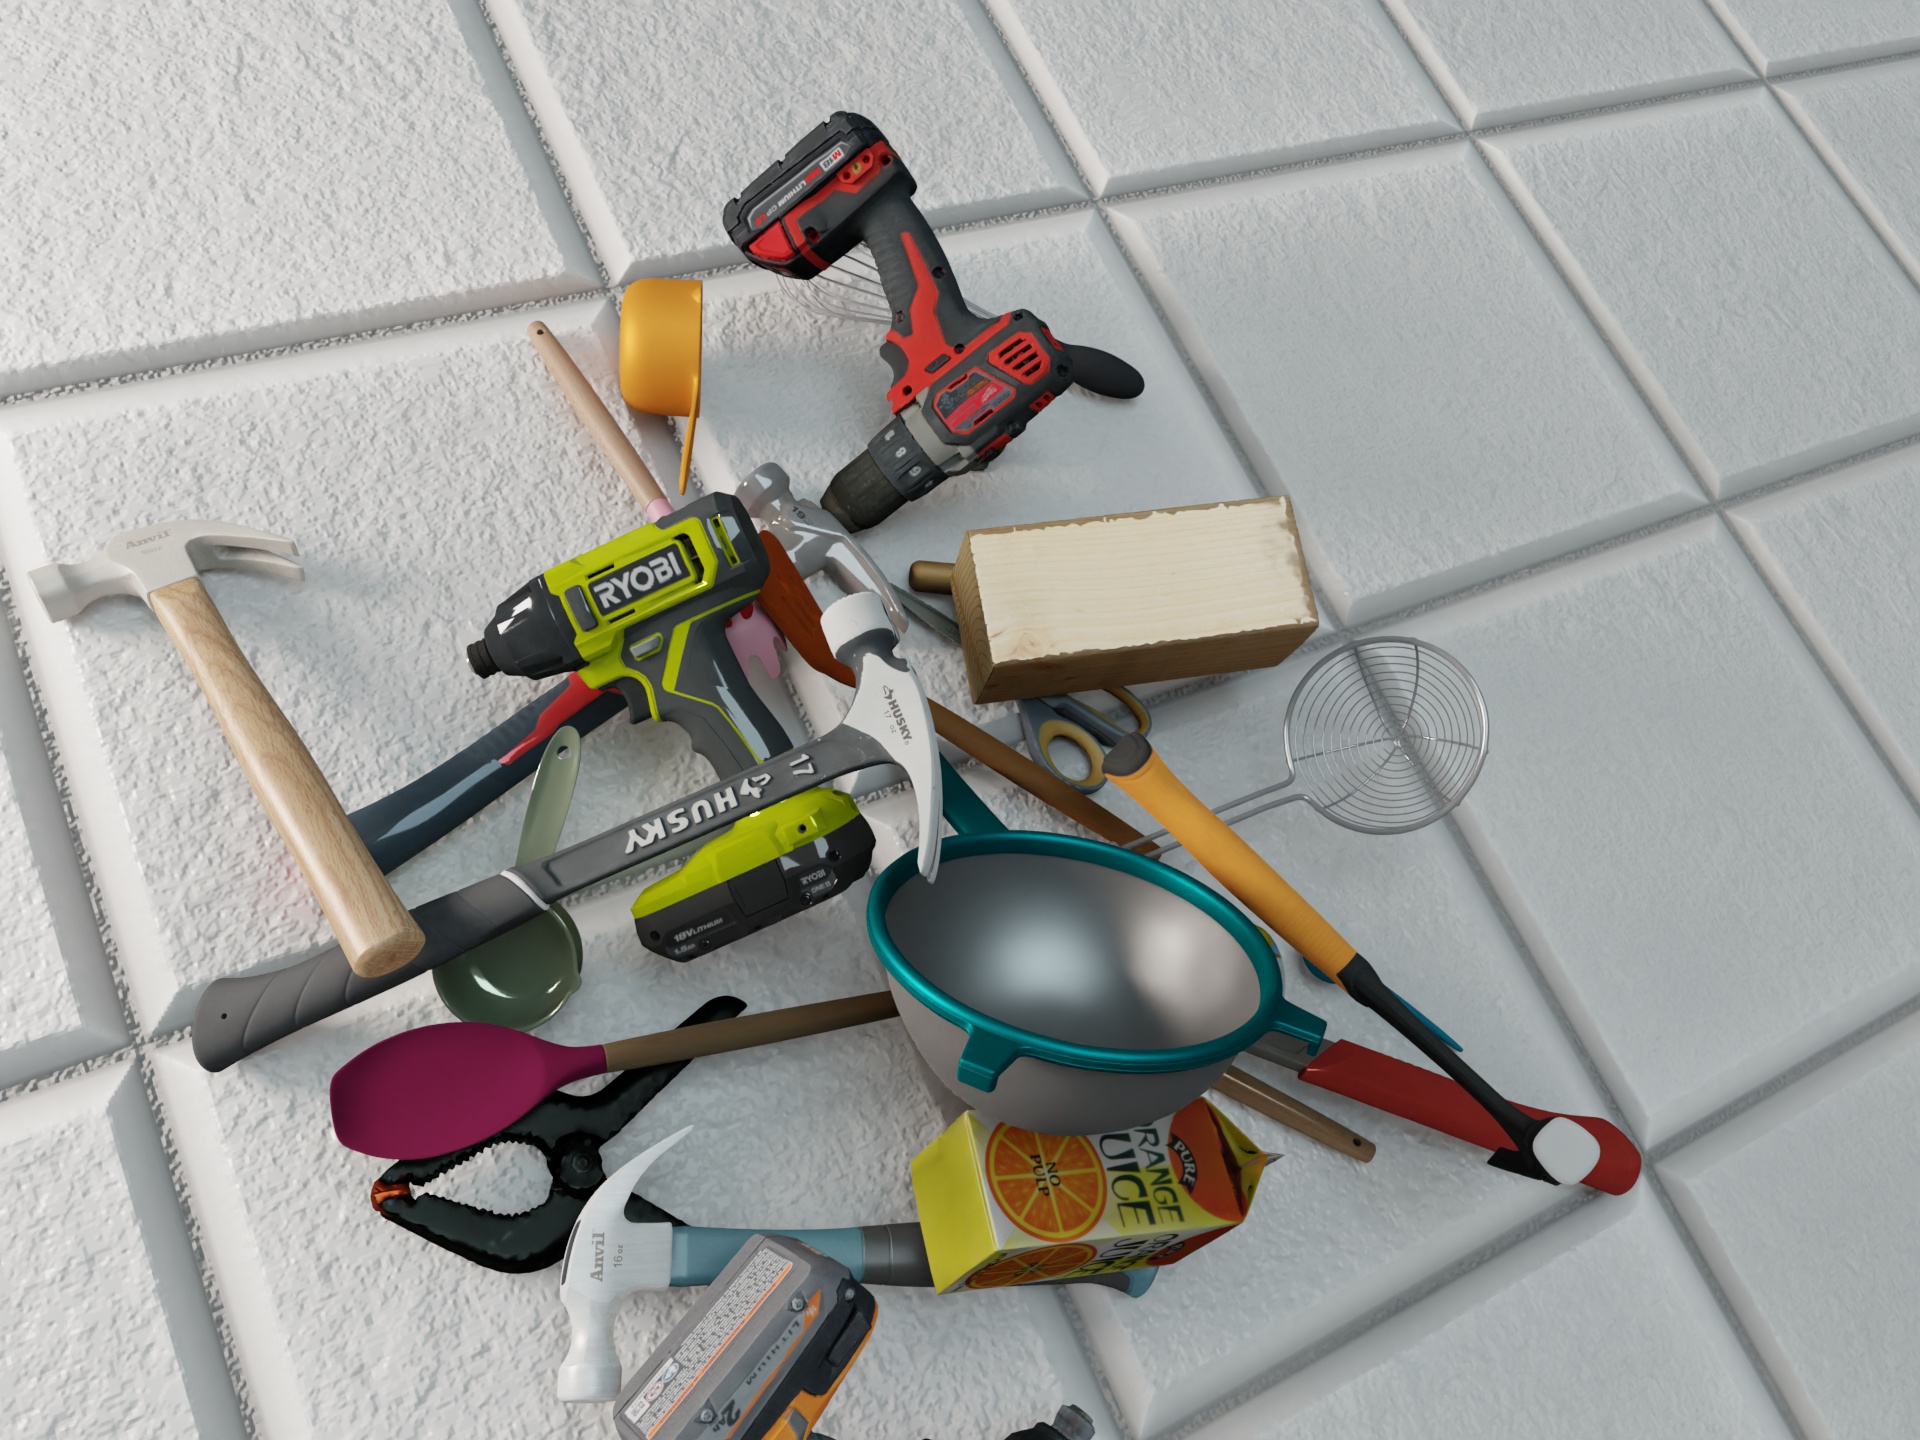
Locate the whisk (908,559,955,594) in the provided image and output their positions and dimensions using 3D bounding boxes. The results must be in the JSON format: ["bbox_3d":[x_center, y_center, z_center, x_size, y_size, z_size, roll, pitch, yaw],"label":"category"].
[{"bbox_3d":[0.086,-0.082,1.069,0.245,0.047,0.051,4,56,-11],"label":"whisk"}]

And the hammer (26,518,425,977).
[{"bbox_3d":[-0.367,0.004,0.835,0.130,0.031,0.332,-28,59,-27],"label":"hammer"}]

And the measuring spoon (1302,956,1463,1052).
[{"bbox_3d":[0.265,0.179,1.011,0.128,0.042,0.021,37,97,-7],"label":"measuring spoon"}]

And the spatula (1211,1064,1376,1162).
[{"bbox_3d":[0.111,0.188,0.958,0.316,0.018,0.060,28,59,-2],"label":"spatula"}]

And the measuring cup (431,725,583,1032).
[{"bbox_3d":[-0.228,0.083,0.851,0.083,0.038,0.167,16,91,-4],"label":"measuring cup"}]

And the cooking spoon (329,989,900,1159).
[{"bbox_3d":[-0.163,0.175,0.841,0.318,0.017,0.069,-7,58,-23],"label":"cooking spoon"}]

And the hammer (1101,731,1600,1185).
[{"bbox_3d":[0.210,0.132,0.910,0.337,0.127,0.034,44,84,11],"label":"hammer"}]

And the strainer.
[{"bbox_3d":[0.026,0.119,0.866,0.211,0.095,0.341,-1,24,-24],"label":"strainer"}]

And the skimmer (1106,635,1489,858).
[{"bbox_3d":[0.155,0.052,0.970,0.363,0.090,0.127,-20,70,-20],"label":"skimmer"}]

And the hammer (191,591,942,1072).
[{"bbox_3d":[-0.199,0.082,0.800,0.409,0.036,0.149,-24,70,3],"label":"hammer"}]

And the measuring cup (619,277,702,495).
[{"bbox_3d":[-0.191,-0.207,1.000,0.052,0.095,0.174,3,53,-8],"label":"measuring cup"}]

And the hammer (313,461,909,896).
[{"bbox_3d":[-0.204,-0.006,0.940,0.143,0.038,0.386,47,61,6],"label":"hammer"}]

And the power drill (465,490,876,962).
[{"bbox_3d":[-0.156,0.009,0.872,0.171,0.080,0.223,-24,93,5],"label":"power drill"}]

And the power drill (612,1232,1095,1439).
[{"bbox_3d":[-0.036,0.351,0.760,0.164,0.084,0.226,-47,110,-24],"label":"power drill"}]

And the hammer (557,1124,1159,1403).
[{"bbox_3d":[-0.041,0.282,0.834,0.330,0.033,0.128,7,64,-23],"label":"hammer"}]

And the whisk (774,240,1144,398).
[{"bbox_3d":[0.004,-0.287,1.131,0.284,0.070,0.070,18,61,-14],"label":"whisk"}]

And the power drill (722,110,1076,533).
[{"bbox_3d":[-0.058,-0.251,1.032,0.188,0.080,0.227,-37,87,12],"label":"power drill"}]

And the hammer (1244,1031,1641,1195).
[{"bbox_3d":[0.250,0.224,0.961,0.359,0.036,0.149,22,44,-9],"label":"hammer"}]

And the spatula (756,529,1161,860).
[{"bbox_3d":[-0.002,-0.003,0.973,0.322,0.041,0.081,32,25,-14],"label":"spatula"}]

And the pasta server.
[{"bbox_3d":[-0.198,-0.143,0.980,0.060,0.040,0.316,-25,59,-21],"label":"pasta server"}]
